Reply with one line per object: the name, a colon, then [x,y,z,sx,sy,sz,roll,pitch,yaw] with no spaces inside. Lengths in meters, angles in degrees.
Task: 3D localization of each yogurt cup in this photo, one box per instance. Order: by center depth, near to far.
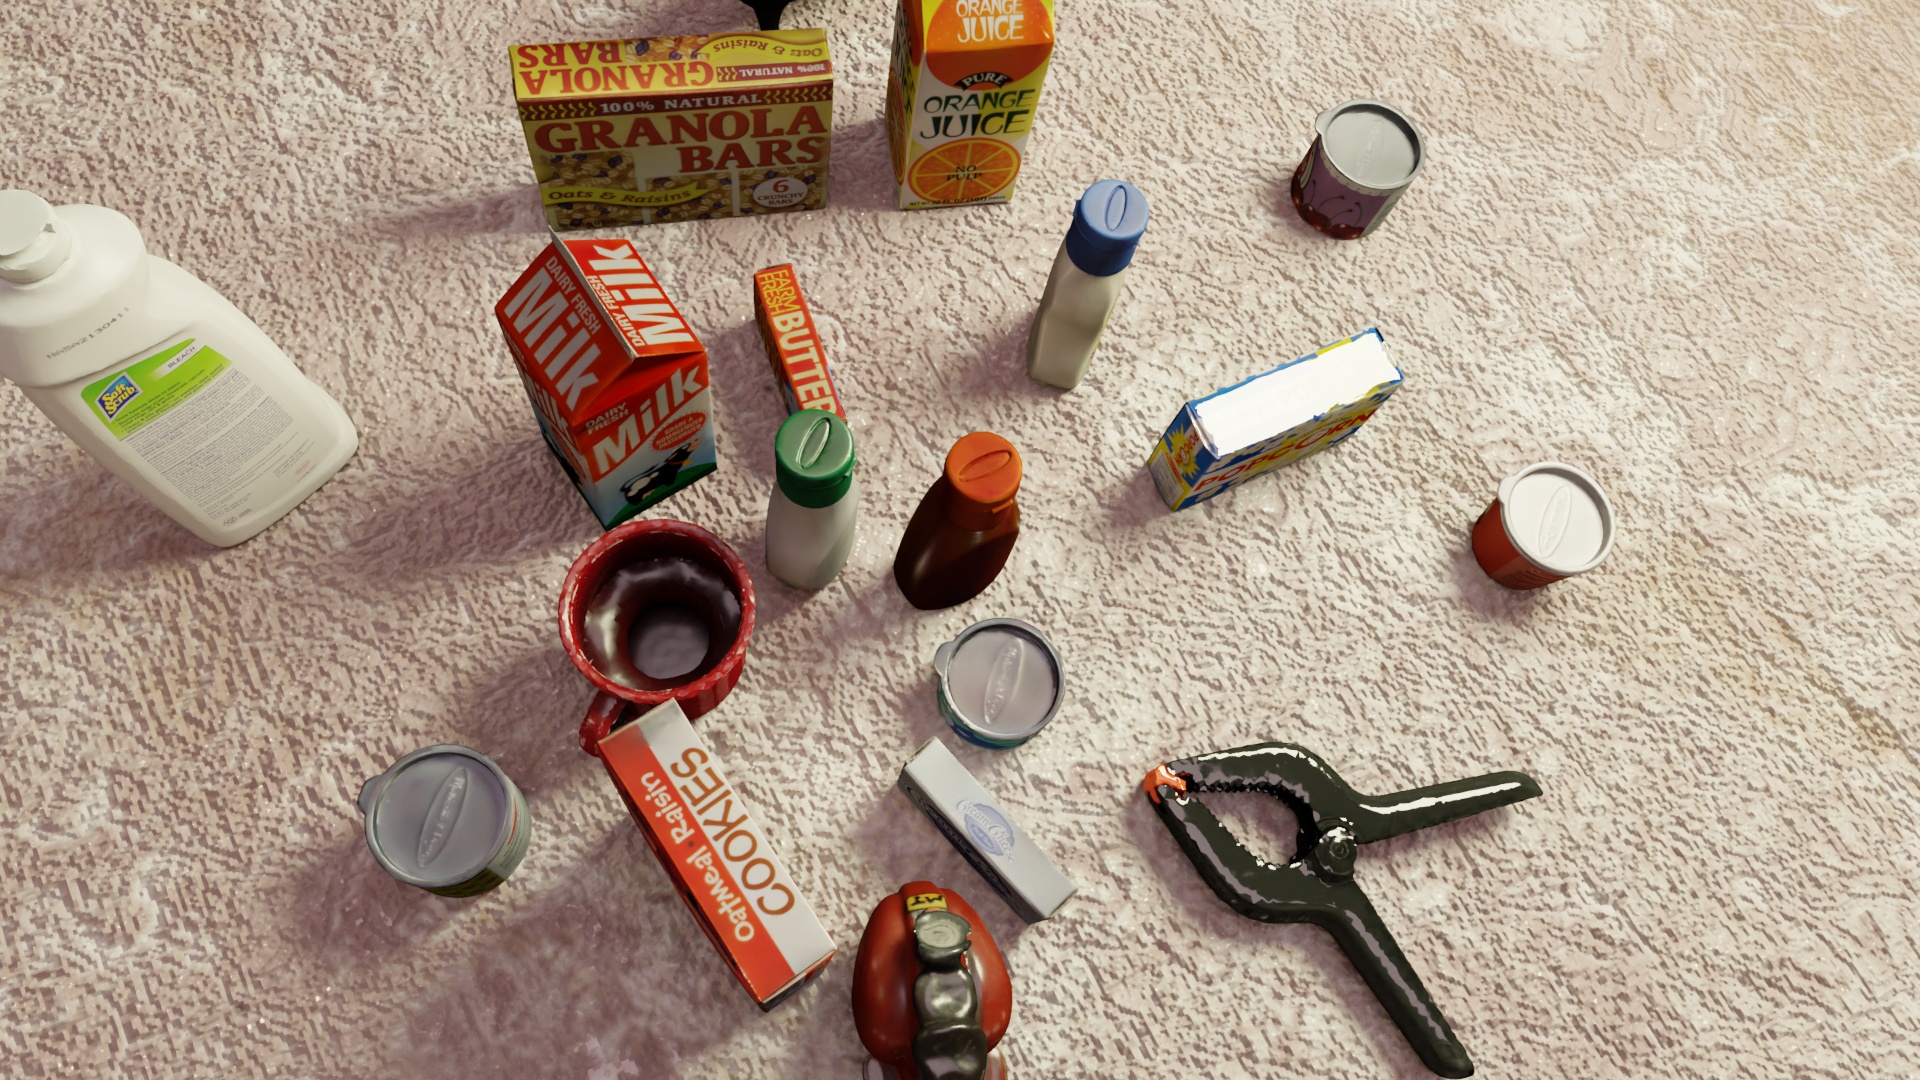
yogurt cup: [0.332,-0.005,0.799,0.072,0.053,0.072,3,70,-7]

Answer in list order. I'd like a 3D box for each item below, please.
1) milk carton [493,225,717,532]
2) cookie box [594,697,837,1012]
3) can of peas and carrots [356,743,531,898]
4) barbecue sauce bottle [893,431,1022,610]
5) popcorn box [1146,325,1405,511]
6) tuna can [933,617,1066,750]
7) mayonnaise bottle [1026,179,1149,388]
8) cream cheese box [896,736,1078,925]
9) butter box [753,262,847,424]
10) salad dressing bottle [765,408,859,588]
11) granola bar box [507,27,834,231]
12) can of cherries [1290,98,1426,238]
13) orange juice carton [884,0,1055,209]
milk carton: [-0.172,-0.080,0.686,0.074,0.189,0.072,-32,77,-17]
cookie box: [-0.108,0.148,0.622,0.040,0.166,0.123,-33,77,-17]
can of peas and carrots: [-0.246,0.135,0.667,0.071,0.058,0.071,3,70,-7]
barbecue sauce bottle: [0.003,-0.009,0.706,0.065,0.148,0.044,-26,76,-16]
popcorn box: [0.176,-0.067,0.784,0.127,0.085,0.038,-23,75,-15]
tuna can: [0.018,0.076,0.738,0.071,0.032,0.071,3,70,-7]
mayonnaise bottle: [0.069,-0.141,0.764,0.041,0.147,0.065,16,69,-1]
cream cheese box: [0.011,0.148,0.699,0.024,0.053,0.104,-41,80,-19]
butter box: [-0.090,-0.098,0.777,0.024,0.053,0.104,-17,73,-13]
salad dressing bottle: [-0.075,-0.020,0.700,0.044,0.147,0.064,24,69,2]
granola bar box: [-0.156,-0.228,0.779,0.166,0.123,0.039,-7,71,-10]
can of cherries: [0.246,-0.233,0.870,0.071,0.058,0.072,3,70,-7]
orange juice carton: [0.003,-0.270,0.779,0.072,0.192,0.073,-7,71,-10]
